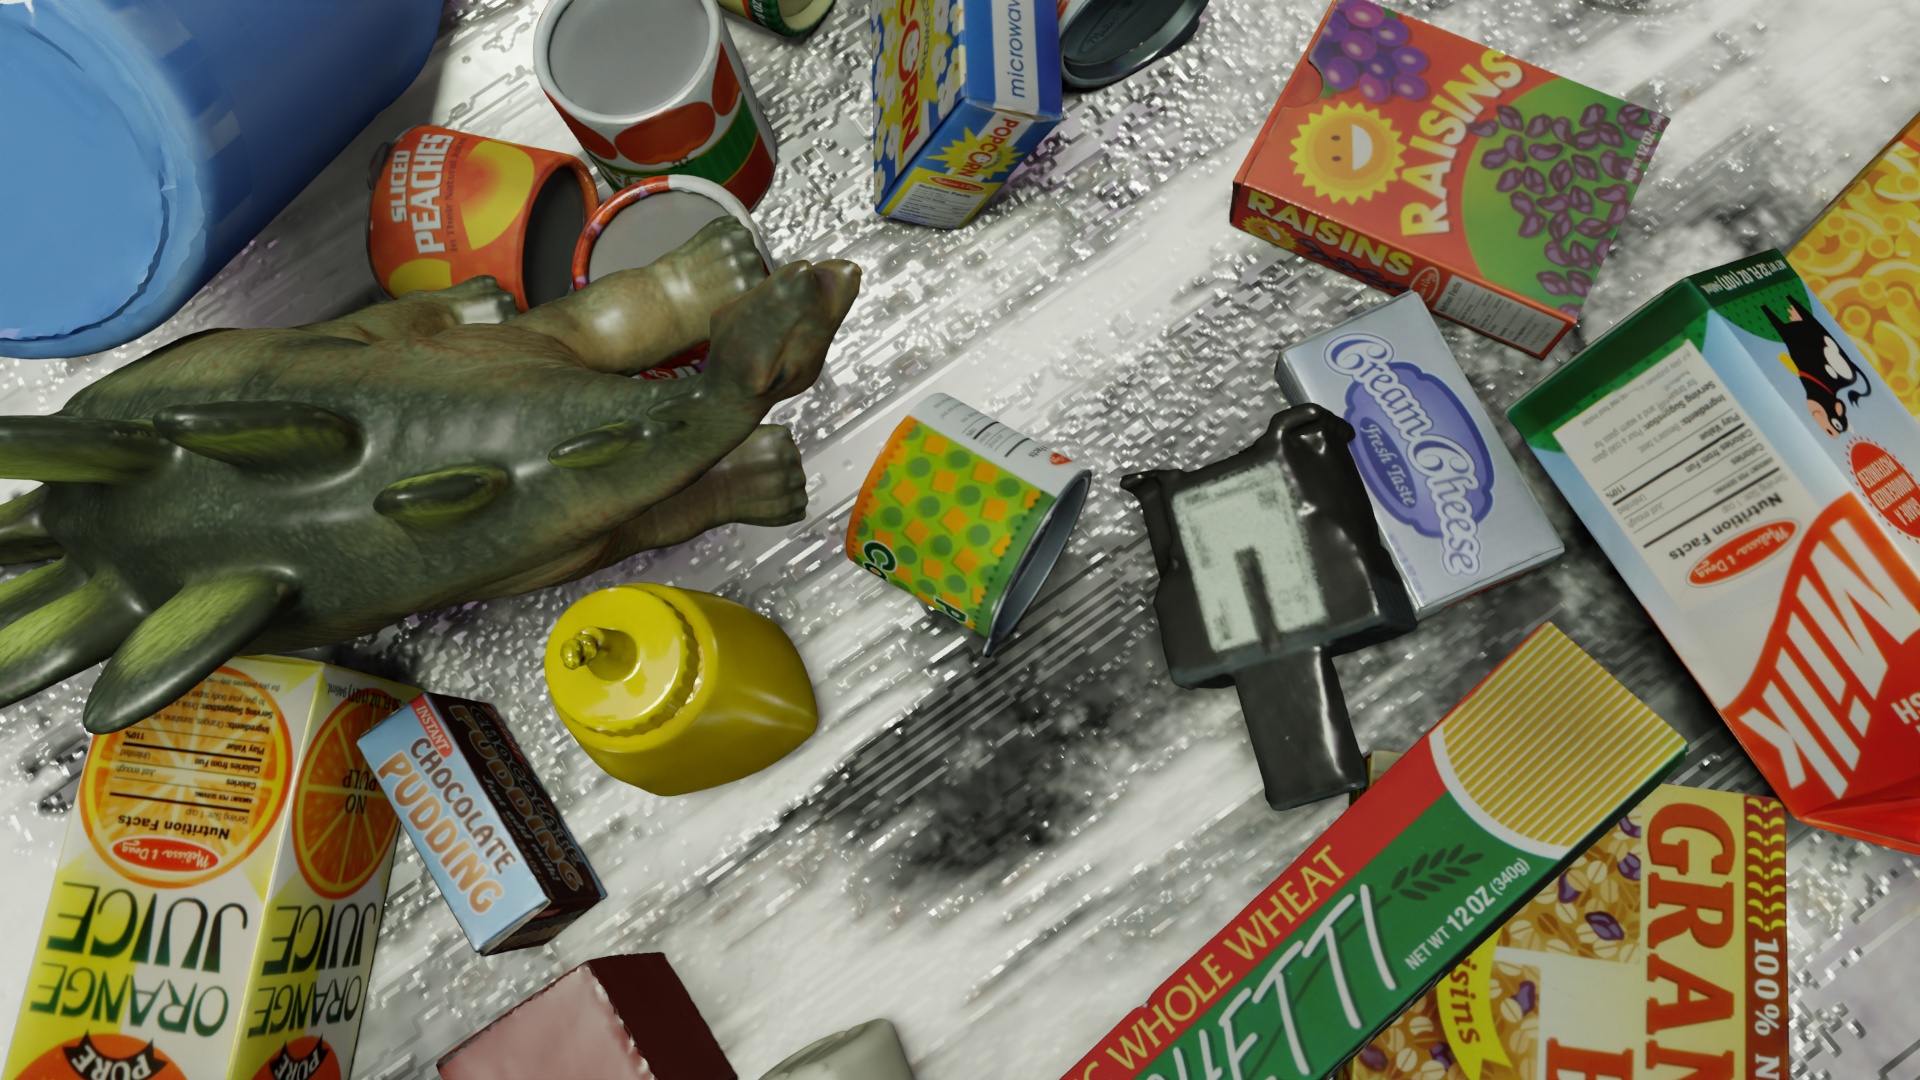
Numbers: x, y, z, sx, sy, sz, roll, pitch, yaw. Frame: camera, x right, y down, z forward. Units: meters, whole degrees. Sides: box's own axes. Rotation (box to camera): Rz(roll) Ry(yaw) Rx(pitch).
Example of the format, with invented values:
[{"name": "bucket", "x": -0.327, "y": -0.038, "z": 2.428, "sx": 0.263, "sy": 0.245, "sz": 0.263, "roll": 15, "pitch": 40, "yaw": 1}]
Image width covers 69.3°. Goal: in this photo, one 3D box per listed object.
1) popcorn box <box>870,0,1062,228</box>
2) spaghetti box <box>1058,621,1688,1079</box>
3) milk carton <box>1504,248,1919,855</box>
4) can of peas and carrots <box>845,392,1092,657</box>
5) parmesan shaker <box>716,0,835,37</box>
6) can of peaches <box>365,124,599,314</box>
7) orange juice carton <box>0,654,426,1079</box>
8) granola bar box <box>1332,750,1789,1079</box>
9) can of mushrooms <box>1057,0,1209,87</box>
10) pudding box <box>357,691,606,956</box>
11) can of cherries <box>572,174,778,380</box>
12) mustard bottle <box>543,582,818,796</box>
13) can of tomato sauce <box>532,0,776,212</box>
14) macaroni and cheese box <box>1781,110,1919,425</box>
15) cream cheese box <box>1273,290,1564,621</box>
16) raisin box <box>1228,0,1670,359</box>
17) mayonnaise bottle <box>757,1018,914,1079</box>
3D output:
[{"name": "popcorn box", "x": -0.001, "y": -0.187, "z": 0.495, "sx": 0.038, "sy": 0.085, "sz": 0.127, "roll": 4, "pitch": 75, "yaw": -22}, {"name": "spaghetti box", "x": 0.100, "y": 0.128, "z": 0.405, "sx": 0.250, "sy": 0.028, "sz": 0.050, "roll": -46, "pitch": 60, "yaw": 7}, {"name": "milk carton", "x": 0.261, "y": 0.012, "z": 0.418, "sx": 0.072, "sy": 0.073, "sz": 0.191, "roll": -17, "pitch": 71, "yaw": -38}, {"name": "can of peas and carrots", "x": 0.002, "y": -0.006, "z": 0.463, "sx": 0.059, "sy": 0.071, "sz": 0.071, "roll": 29, "pitch": 81, "yaw": 12}, {"name": "parmesan shaker", "x": -0.098, "y": -0.243, "z": 0.527, "sx": 0.103, "sy": 0.071, "sz": 0.071, "roll": 27, "pitch": 80, "yaw": 11}, {"name": "can of peaches", "x": -0.171, "y": -0.113, "z": 0.502, "sx": 0.058, "sy": 0.071, "sz": 0.071, "roll": 13, "pitch": 78, "yaw": 7}, {"name": "orange juice carton", "x": -0.240, "y": 0.135, "z": 0.446, "sx": 0.073, "sy": 0.071, "sz": 0.193, "roll": 5, "pitch": 77, "yaw": 7}, {"name": "granola bar box", "x": 0.178, "y": 0.155, "z": 0.421, "sx": 0.124, "sy": 0.039, "sz": 0.166, "roll": 6, "pitch": 77, "yaw": 8}, {"name": "can of mushrooms", "x": 0.058, "y": -0.200, "z": 0.507, "sx": 0.071, "sy": 0.071, "sz": 0.033, "roll": -29, "pitch": 75, "yaw": -2}, {"name": "pudding box", "x": -0.158, "y": 0.093, "z": 0.460, "sx": 0.030, "sy": 0.049, "sz": 0.084, "roll": -35, "pitch": 75, "yaw": -2}, {"name": "can of cherries", "x": -0.099, "y": -0.086, "z": 0.495, "sx": 0.071, "sy": 0.058, "sz": 0.071, "roll": -1, "pitch": 76, "yaw": 5}, {"name": "mustard bottle", "x": -0.085, "y": 0.042, "z": 0.410, "sx": 0.065, "sy": 0.160, "sz": 0.049, "roll": -24, "pitch": 74, "yaw": -2}, {"name": "can of tomato sauce", "x": -0.109, "y": -0.156, "z": 0.500, "sx": 0.071, "sy": 0.083, "sz": 0.071, "roll": -1, "pitch": 76, "yaw": 5}, {"name": "macaroni and cheese box", "x": 0.356, "y": -0.088, "z": 0.464, "sx": 0.166, "sy": 0.040, "sz": 0.124, "roll": -44, "pitch": 77, "yaw": -6}, {"name": "cream cheese box", "x": 0.154, "y": -0.029, "z": 0.476, "sx": 0.053, "sy": 0.024, "sz": 0.104, "roll": -24, "pitch": 75, "yaw": -1}, {"name": "raisin box", "x": 0.170, "y": -0.130, "z": 0.492, "sx": 0.123, "sy": 0.040, "sz": 0.086, "roll": 27, "pitch": 81, "yaw": 12}, {"name": "mayonnaise bottle", "x": -0.017, "y": 0.223, "z": 0.411, "sx": 0.041, "sy": 0.065, "sz": 0.148, "roll": -24, "pitch": 79, "yaw": 13}]
